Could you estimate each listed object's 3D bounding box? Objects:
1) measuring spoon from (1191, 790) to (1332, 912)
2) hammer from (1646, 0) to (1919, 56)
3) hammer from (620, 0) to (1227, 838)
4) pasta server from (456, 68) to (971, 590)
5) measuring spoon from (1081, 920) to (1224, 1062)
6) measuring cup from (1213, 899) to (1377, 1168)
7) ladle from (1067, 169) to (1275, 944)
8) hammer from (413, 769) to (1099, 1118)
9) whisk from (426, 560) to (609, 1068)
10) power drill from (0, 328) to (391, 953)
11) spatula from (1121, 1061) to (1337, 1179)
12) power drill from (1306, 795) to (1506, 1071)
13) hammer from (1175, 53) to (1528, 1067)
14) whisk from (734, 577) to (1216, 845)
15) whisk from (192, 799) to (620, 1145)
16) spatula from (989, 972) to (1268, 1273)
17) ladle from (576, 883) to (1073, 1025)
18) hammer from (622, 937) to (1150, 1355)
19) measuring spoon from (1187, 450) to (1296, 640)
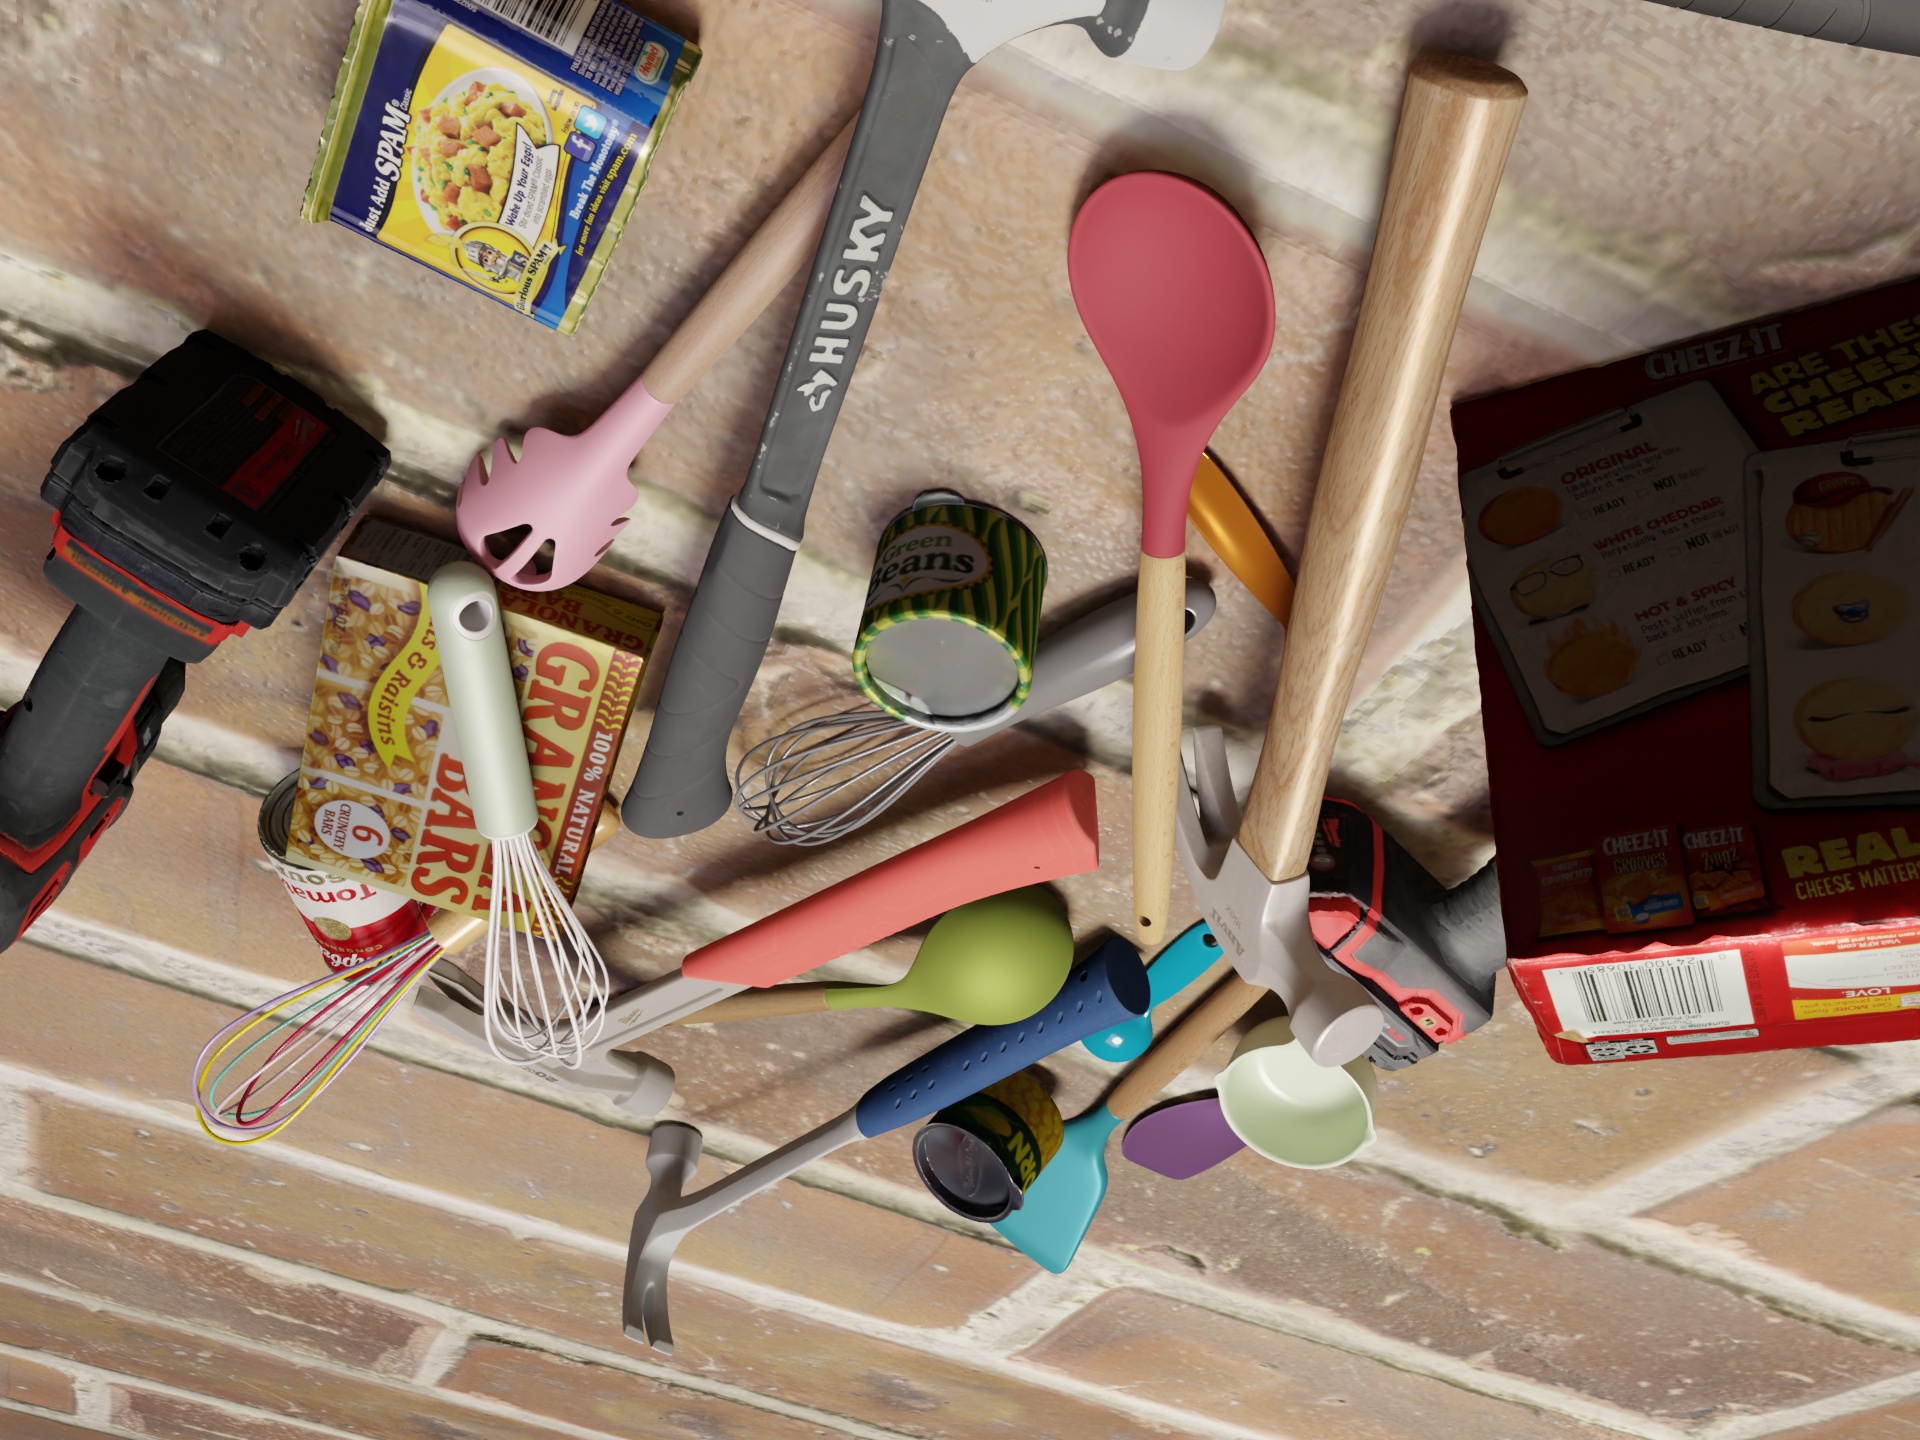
[{"bbox_3d":[0.122,0.060,0.708,0.124,0.018,0.034,35,134,-25],"label":"measuring spoon"},{"bbox_3d":[0.262,-0.175,0.392,0.331,0.033,0.128,11,141,-1],"label":"hammer"},{"bbox_3d":[-0.064,-0.079,0.527,0.149,0.036,0.408,-1,144,-24],"label":"hammer"},{"bbox_3d":[-0.083,-0.131,0.525,0.060,0.040,0.316,33,131,-25],"label":"pasta server"},{"bbox_3d":[0.095,0.137,0.794,0.042,0.021,0.128,40,134,3],"label":"measuring spoon"},{"bbox_3d":[0.178,0.145,0.777,0.083,0.038,0.167,18,121,16],"label":"measuring cup"},{"bbox_3d":[0.070,-0.037,0.553,0.069,0.031,0.315,20,133,27],"label":"ladle"},{"bbox_3d":[-0.089,0.100,0.732,0.359,0.037,0.149,-27,130,32],"label":"hammer"},{"bbox_3d":[-0.183,0.047,0.648,0.059,0.058,0.246,32,134,42],"label":"whisk"},{"bbox_3d":[-0.309,-0.033,0.600,0.080,0.188,0.226,35,116,-20],"label":"power drill"},{"bbox_3d":[0.178,0.187,0.845,0.059,0.018,0.315,26,138,-13],"label":"spatula"},{"bbox_3d":[0.219,0.043,0.621,0.143,0.079,0.219,40,128,-19],"label":"power drill"},{"bbox_3d":[0.122,-0.043,0.521,0.031,0.130,0.331,-12,130,-21],"label":"hammer"},{"bbox_3d":[-0.001,-0.003,0.644,0.239,0.055,0.055,-26,128,29],"label":"whisk"},{"bbox_3d":[-0.260,0.119,0.752,0.245,0.047,0.051,-37,132,0],"label":"whisk"},{"bbox_3d":[0.094,0.209,0.868,0.082,0.044,0.317,40,137,8],"label":"spatula"},{"bbox_3d":[-0.084,0.134,0.831,0.320,0.062,0.078,-12,141,34],"label":"ladle"},{"bbox_3d":[-0.058,0.227,0.876,0.035,0.144,0.405,35,127,-27],"label":"hammer"},{"bbox_3d":[0.104,-0.064,0.576,0.021,0.011,0.116,-22,127,32],"label":"measuring spoon"}]
